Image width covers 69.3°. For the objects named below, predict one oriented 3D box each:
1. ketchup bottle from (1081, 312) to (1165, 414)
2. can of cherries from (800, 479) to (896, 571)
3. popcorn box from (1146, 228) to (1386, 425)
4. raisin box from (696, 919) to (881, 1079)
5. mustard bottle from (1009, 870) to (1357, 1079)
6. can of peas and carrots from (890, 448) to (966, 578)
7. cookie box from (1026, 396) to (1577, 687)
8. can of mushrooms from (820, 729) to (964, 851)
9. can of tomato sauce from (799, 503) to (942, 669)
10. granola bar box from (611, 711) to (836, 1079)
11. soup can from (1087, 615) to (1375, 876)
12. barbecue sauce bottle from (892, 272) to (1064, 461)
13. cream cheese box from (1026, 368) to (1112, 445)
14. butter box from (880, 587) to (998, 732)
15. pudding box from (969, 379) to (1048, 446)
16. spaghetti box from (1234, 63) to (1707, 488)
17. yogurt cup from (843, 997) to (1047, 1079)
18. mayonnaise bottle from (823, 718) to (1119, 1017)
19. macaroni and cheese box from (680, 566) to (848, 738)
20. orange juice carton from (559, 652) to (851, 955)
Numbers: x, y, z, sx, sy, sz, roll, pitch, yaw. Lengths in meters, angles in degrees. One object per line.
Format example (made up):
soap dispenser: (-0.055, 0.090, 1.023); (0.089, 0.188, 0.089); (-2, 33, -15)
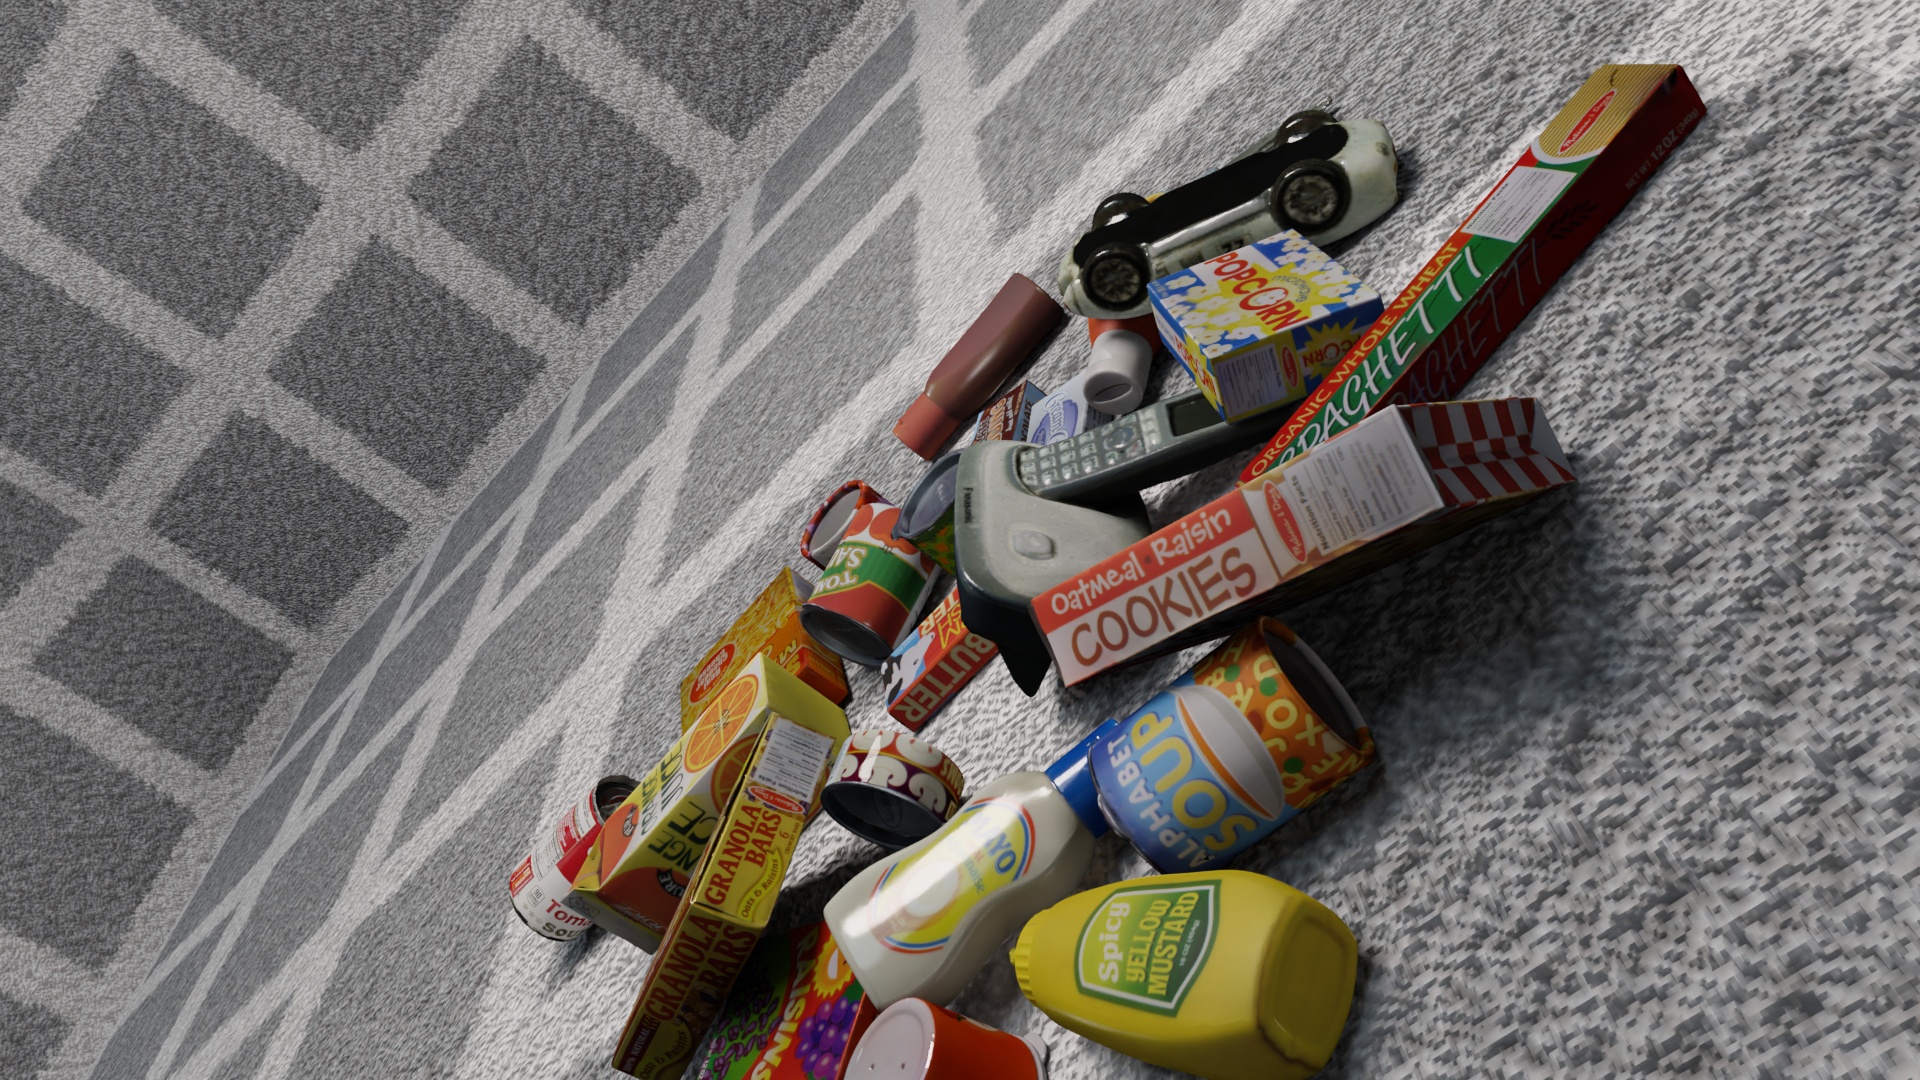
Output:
ketchup bottle: (0.106, -0.140, 0.856); (0.064, 0.043, 0.149); (-21, 37, 37)
can of cherries: (-0.068, 0.000, 0.950); (0.071, 0.058, 0.072); (-40, 26, 24)
popcorn box: (0.151, -0.110, 0.695); (0.085, 0.038, 0.127); (-20, 27, 2)
raisin box: (-0.065, 0.222, 0.640); (0.123, 0.040, 0.086); (-29, 30, 44)
mustard bottle: (0.063, 0.152, 0.494); (0.160, 0.048, 0.065); (-19, 38, 52)
can of peas and carrots: (0.003, -0.010, 0.835); (0.070, 0.058, 0.071); (-41, 25, 24)
cookie box: (0.126, 0.000, 0.524); (0.123, 0.040, 0.167); (-9, -17, -48)
can of mushrooms: (-0.031, 0.125, 0.691); (0.071, 0.071, 0.034); (-26, 33, 46)
can of tomato sauce: (-0.054, 0.027, 0.870); (0.071, 0.071, 0.083); (-16, 41, 54)
granola bar box: (-0.123, 0.186, 0.714); (0.125, 0.039, 0.164); (-72, 8, -51)
soup can: (0.099, 0.078, 0.513); (0.083, 0.071, 0.072); (-42, 24, 20)
barbecue sauce bottle: (0.010, -0.125, 1.012); (0.148, 0.043, 0.065); (-49, 23, 6)
cream cheese box: (0.064, -0.056, 0.834); (0.053, 0.024, 0.104); (-34, 29, 33)
butter box: (-0.003, 0.056, 0.790); (0.103, 0.024, 0.053); (-45, 23, 13)
pudding box: (0.030, -0.058, 0.892); (0.049, 0.030, 0.084); (-33, 29, 39)
spaghetti box: (0.220, -0.104, 0.611); (0.250, 0.028, 0.050); (-49, 23, 5)
yogurt cup: (-0.009, 0.212, 0.532); (0.072, 0.054, 0.073); (-41, 25, 25)
mayonnaise bottle: (0.017, 0.133, 0.581); (0.148, 0.041, 0.065); (-38, 50, -3)
macaroni and cheese box: (-0.138, 0.102, 0.952); (0.123, 0.040, 0.167); (-48, 23, 8)
orange juice carton: (-0.154, 0.170, 0.841); (0.192, 0.071, 0.073); (-48, 22, 8)
